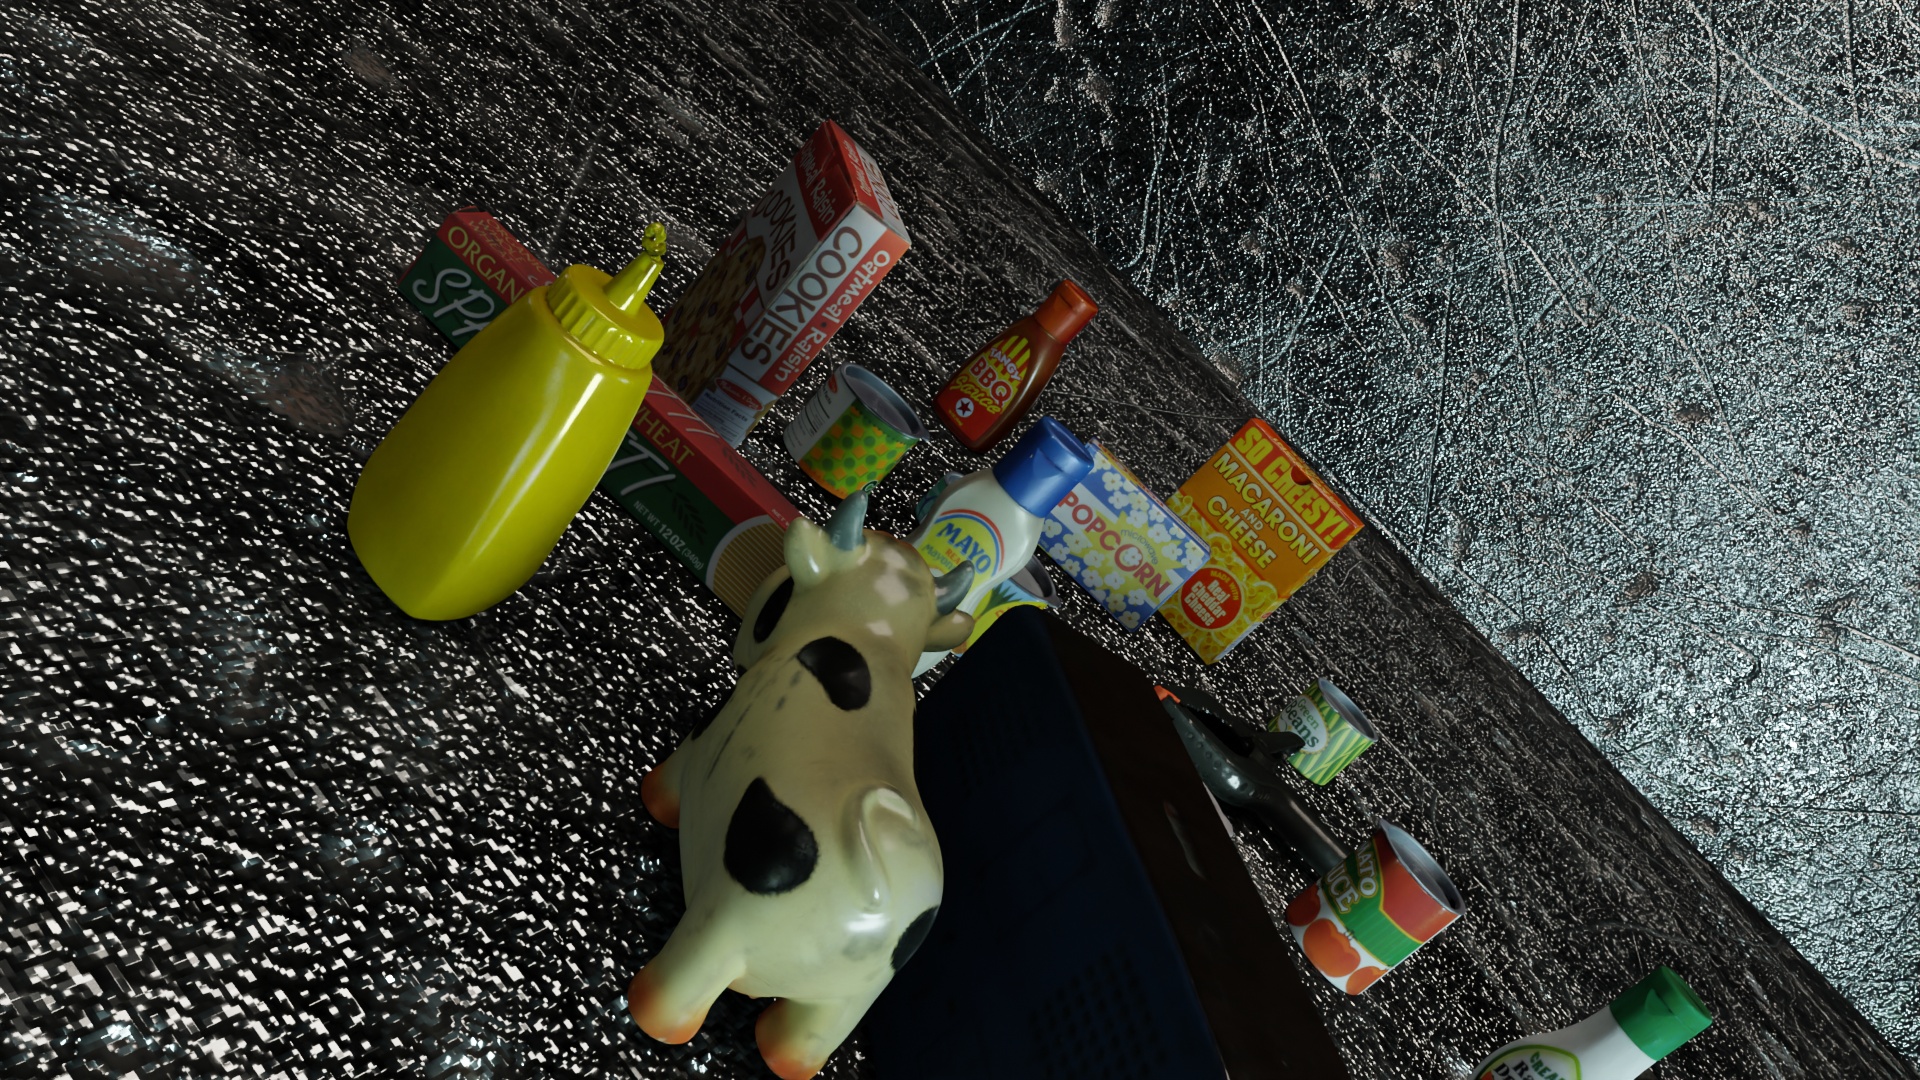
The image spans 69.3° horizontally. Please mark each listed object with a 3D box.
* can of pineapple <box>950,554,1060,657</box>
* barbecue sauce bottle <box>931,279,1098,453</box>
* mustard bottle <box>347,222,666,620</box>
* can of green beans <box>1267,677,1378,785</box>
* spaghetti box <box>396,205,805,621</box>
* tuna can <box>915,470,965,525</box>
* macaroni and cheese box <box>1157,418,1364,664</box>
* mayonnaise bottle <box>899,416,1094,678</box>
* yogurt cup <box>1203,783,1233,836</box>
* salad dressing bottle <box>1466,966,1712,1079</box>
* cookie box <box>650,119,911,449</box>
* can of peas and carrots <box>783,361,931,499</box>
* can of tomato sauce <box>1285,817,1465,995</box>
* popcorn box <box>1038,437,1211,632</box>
[{"bbox_3d":[0.013,0.031,0.802,0.071,0.057,0.071,39,19,-16],"label":"can of pineapple"},{"bbox_3d":[0.046,-0.141,1.103,0.065,0.148,0.044,50,19,18],"label":"barbecue sauce bottle"},{"bbox_3d":[-0.144,-0.043,0.471,0.065,0.160,0.049,49,19,17],"label":"mustard bottle"},{"bbox_3d":[0.290,0.153,1.114,0.071,0.057,0.071,39,19,-16],"label":"can of green beans"},{"bbox_3d":[-0.154,-0.052,0.644,0.250,0.050,0.029,44,18,0],"label":"spaghetti box"},{"bbox_3d":[0.003,-0.011,0.913,0.071,0.032,0.071,39,19,-16],"label":"tuna can"},{"bbox_3d":[0.225,0.001,1.138,0.124,0.166,0.040,49,18,16],"label":"macaroni and cheese box"},{"bbox_3d":[0.005,0.001,0.705,0.065,0.147,0.041,44,18,0],"label":"mayonnaise bottle"},{"bbox_3d":[0.098,0.146,0.733,0.072,0.053,0.073,39,19,-16],"label":"yogurt cup"},{"bbox_3d":[0.347,0.296,0.778,0.044,0.147,0.064,27,24,-42],"label":"salad dressing bottle"},{"bbox_3d":[-0.103,-0.131,0.738,0.040,0.167,0.123,33,21,-31],"label":"cookie box"},{"bbox_3d":[-0.063,-0.064,0.848,0.071,0.058,0.071,39,19,-16],"label":"can of peas and carrots"},{"bbox_3d":[0.247,0.221,0.836,0.071,0.083,0.071,39,19,-16],"label":"can of tomato sauce"},{"bbox_3d":[0.115,-0.005,1.050,0.126,0.085,0.038,43,18,-2],"label":"popcorn box"}]
